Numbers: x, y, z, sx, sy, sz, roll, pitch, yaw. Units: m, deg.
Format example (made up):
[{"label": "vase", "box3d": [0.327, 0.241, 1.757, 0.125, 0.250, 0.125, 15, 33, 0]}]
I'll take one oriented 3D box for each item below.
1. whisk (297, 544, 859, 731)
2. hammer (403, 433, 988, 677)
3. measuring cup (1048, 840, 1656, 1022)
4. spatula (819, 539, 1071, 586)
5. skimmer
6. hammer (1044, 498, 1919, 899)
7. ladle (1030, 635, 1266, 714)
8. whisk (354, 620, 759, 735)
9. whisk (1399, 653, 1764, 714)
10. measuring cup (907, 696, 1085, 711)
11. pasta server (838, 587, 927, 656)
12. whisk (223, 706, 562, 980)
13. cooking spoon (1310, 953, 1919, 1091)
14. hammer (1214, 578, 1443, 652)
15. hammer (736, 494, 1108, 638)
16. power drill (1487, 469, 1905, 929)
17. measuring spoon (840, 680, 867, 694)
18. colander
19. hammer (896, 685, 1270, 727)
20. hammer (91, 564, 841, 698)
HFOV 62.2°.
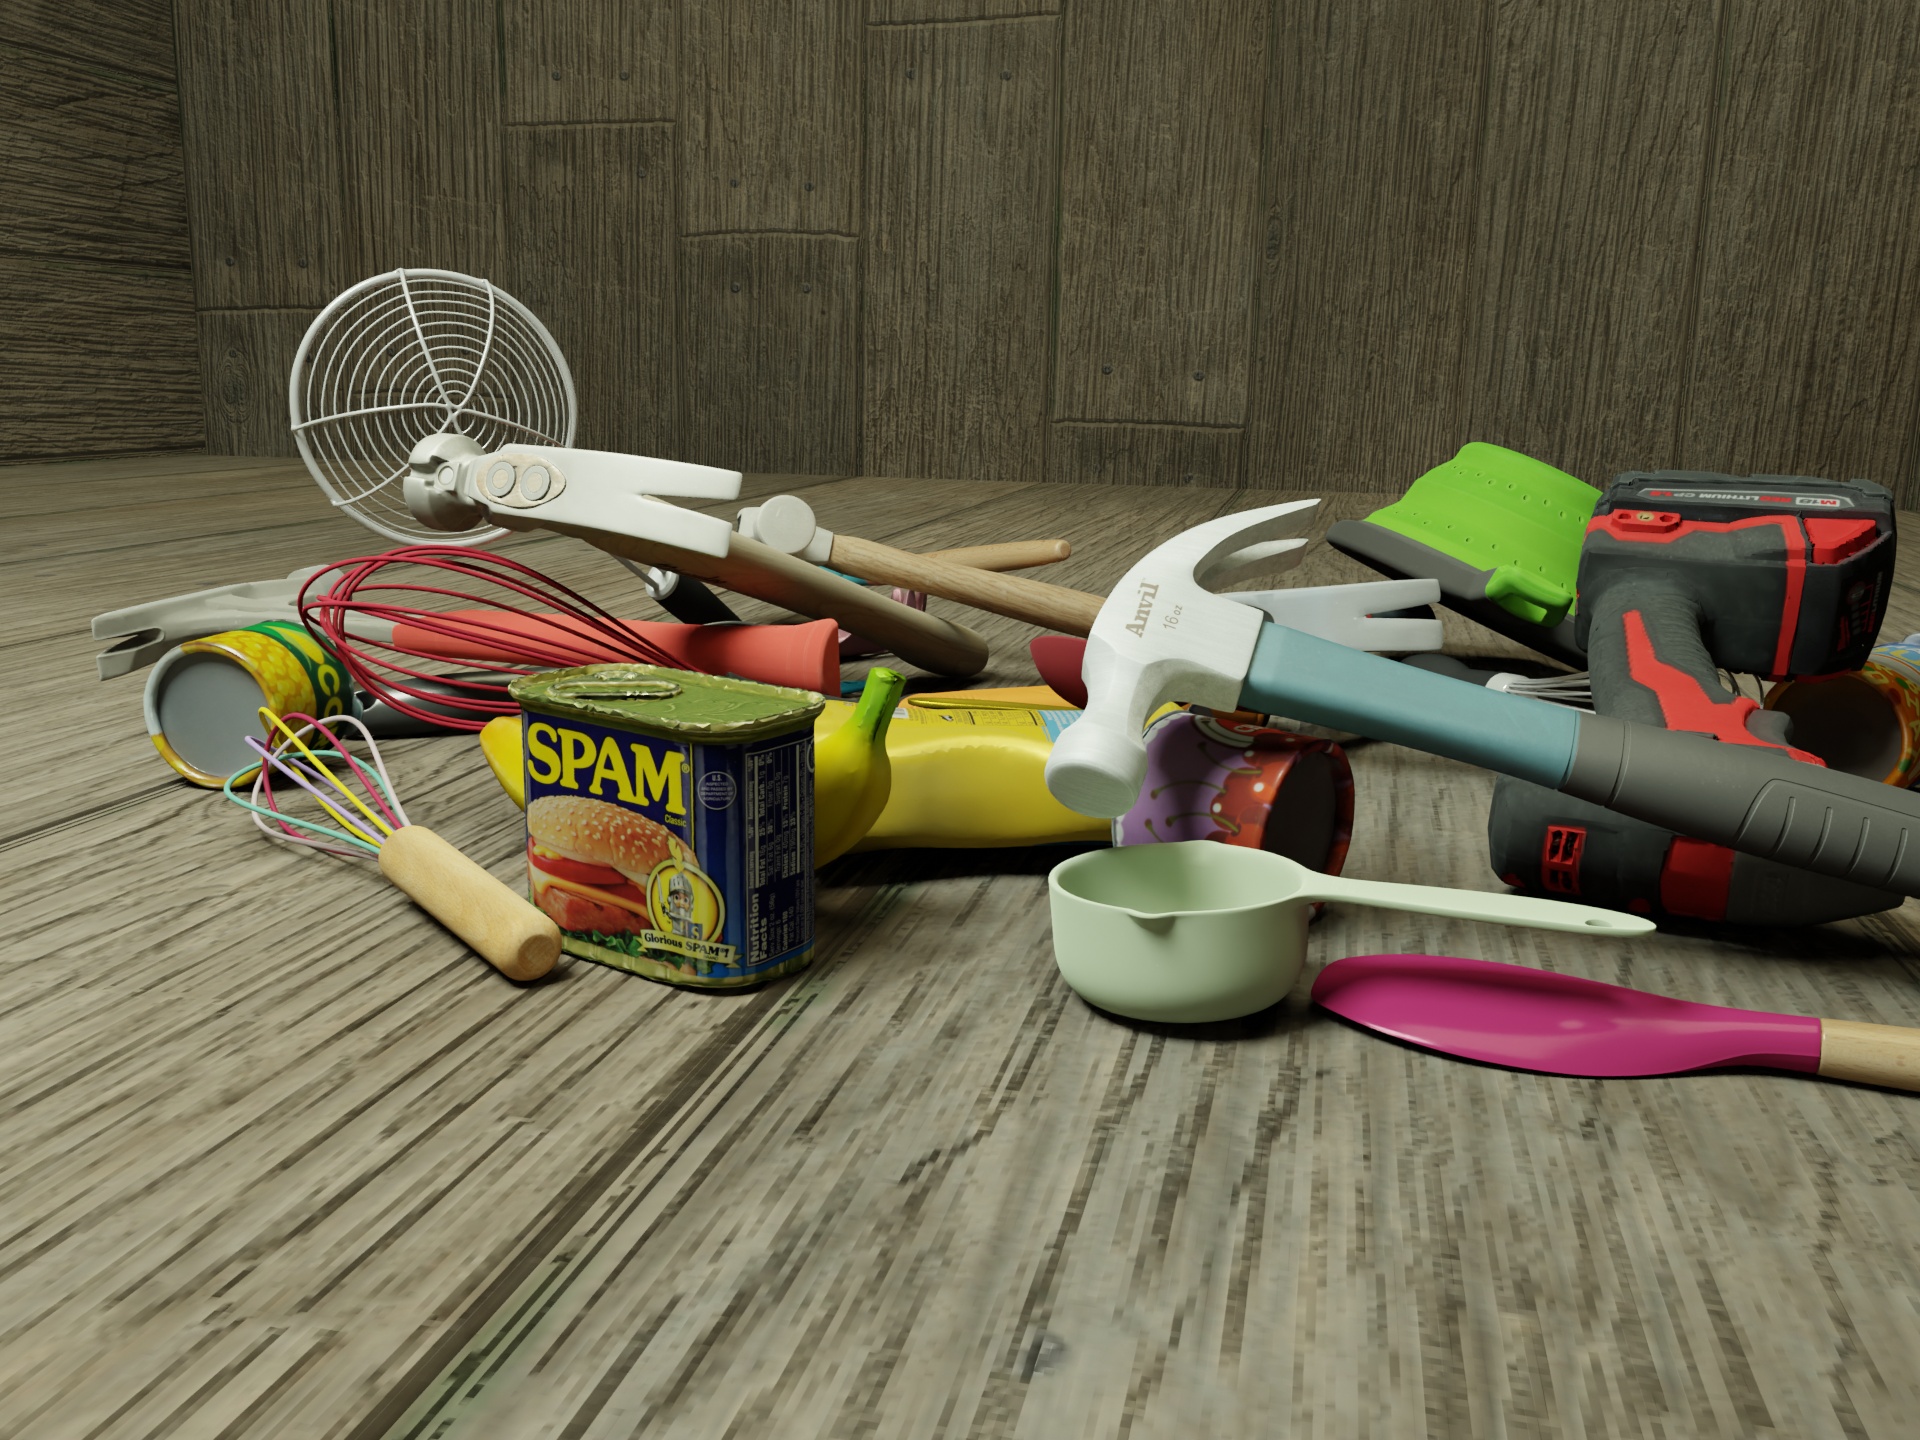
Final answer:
[{"label": "whisk", "box3d": [-0.117, -0.013, 0.654, 0.295, 0.073, 0.073, 14, 8, -18]}, {"label": "hammer", "box3d": [-0.070, -0.063, 0.774, 0.146, 0.038, 0.410, 10, -3, 25]}, {"label": "measuring cup", "box3d": [0.107, 0.065, 0.455, 0.167, 0.038, 0.083, 4, 11, 18]}, {"label": "spatula", "box3d": [-0.045, -0.107, 1.026, 0.082, 0.044, 0.317, -16, 11, -39]}, {"label": "skimmer", "box3d": [-0.207, -0.109, 0.855, 0.090, 0.127, 0.363, 29, -6, 19]}, {"label": "hammer", "box3d": [0.201, 0.014, 0.491, 0.331, 0.033, 0.128, 16, 56, 9]}, {"label": "ladle", "box3d": [0.146, -0.012, 0.749, 0.069, 0.031, 0.315, 8, 3, 44]}, {"label": "whisk", "box3d": [-0.194, -0.016, 0.811, 0.239, 0.055, 0.055, -8, 14, -16]}, {"label": "whisk", "box3d": [0.294, -0.008, 0.793, 0.070, 0.070, 0.285, -2, 8, -14]}, {"label": "measuring cup", "box3d": [0.053, 0.010, 0.705, 0.156, 0.029, 0.062, 6, 8, -5]}, {"label": "pasta server", "box3d": [-0.127, -0.043, 0.949, 0.060, 0.040, 0.316, -5, 7, 39]}, {"label": "whisk", "box3d": [-0.205, 0.039, 0.558, 0.051, 0.047, 0.245, -7, 18, -39]}, {"label": "cooking spoon", "box3d": [0.253, 0.089, 0.416, 0.319, 0.017, 0.069, 5, 13, 22]}, {"label": "hammer", "box3d": [0.230, -0.055, 0.889, 0.143, 0.038, 0.386, -2, 2, 28]}, {"label": "hammer", "box3d": [0.031, -0.070, 0.915, 0.331, 0.031, 0.130, 13, -2, -17]}, {"label": "power drill", "box3d": [0.290, -0.008, 0.597, 0.143, 0.078, 0.220, 8, 39, 26]}, {"label": "measuring spoon", "box3d": [-0.108, -0.023, 0.887, 0.128, 0.021, 0.042, -6, 14, -23]}, {"label": "colander", "box3d": [0.313, -0.099, 0.875, 0.204, 0.094, 0.397, 28, 10, 11]}, {"label": "hammer", "box3d": [-0.001, -0.002, 0.778, 0.336, 0.034, 0.127, -2, 12, -16]}, {"label": "hammer", "box3d": [-0.224, -0.038, 0.752, 0.359, 0.036, 0.149, 5, 17, 21]}]
